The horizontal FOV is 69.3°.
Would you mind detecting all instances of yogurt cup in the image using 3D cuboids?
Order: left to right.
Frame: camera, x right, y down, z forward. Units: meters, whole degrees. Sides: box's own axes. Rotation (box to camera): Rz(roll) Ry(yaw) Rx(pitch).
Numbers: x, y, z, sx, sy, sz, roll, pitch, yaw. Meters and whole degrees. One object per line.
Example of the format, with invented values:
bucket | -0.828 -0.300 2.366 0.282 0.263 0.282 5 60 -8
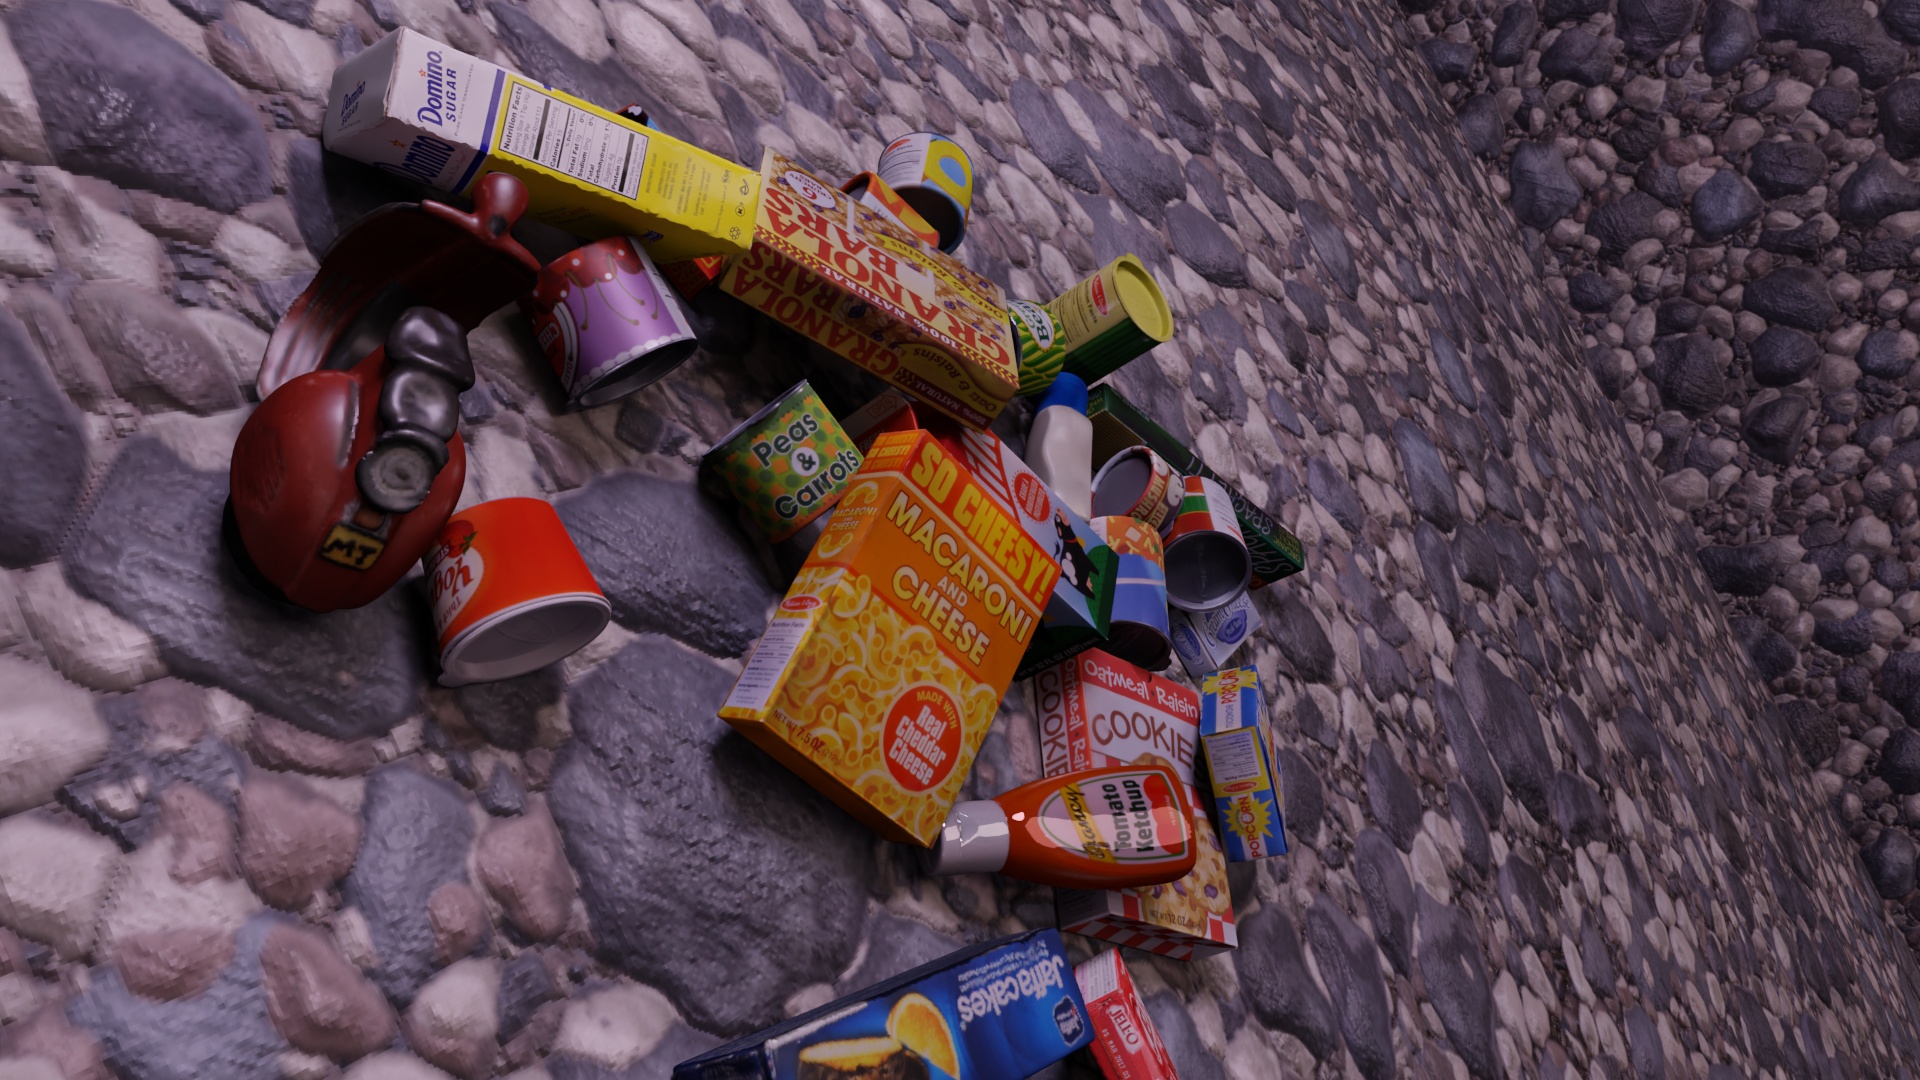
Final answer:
yogurt cup | -0.182 0.018 0.558 0.072 0.072 0.054 -3 60 -52

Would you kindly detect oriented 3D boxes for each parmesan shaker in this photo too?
parmesan shaker | 0.088 -0.146 0.973 0.071 0.102 0.071 30 45 -36

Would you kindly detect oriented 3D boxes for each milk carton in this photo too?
milk carton | 0.003 -0.010 0.798 0.190 0.072 0.074 42 38 -24

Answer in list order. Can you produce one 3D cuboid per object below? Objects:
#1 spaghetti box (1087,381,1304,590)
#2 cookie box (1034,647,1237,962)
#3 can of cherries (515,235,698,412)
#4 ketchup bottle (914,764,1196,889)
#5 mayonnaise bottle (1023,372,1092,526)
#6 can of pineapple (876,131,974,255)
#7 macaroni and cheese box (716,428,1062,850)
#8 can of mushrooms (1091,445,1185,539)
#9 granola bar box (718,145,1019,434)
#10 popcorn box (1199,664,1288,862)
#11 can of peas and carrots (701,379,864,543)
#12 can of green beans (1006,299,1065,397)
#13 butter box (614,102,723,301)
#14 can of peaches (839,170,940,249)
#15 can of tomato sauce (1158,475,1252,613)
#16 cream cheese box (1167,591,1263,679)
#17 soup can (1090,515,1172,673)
spaghetti box | 0.169 -0.035 1.042 0.250 0.050 0.029 34 45 -33
cookie box | 0.105 0.156 0.835 0.123 0.040 0.168 26 48 -39
can of cherries | -0.169 -0.102 0.657 0.058 0.071 0.072 60 35 0
ketchup bottle | 0.050 0.153 0.728 0.149 0.043 0.065 2 60 -26
mayonnaise bottle | 0.064 -0.051 0.912 0.041 0.064 0.149 18 45 -10
can of pineapple | -0.024 -0.226 0.923 0.071 0.070 0.058 37 42 -30
macaroni and cheese box | -0.029 0.047 0.685 0.123 0.040 0.167 45 60 -33
can of mushrooms | 0.121 -0.029 0.962 0.033 0.071 0.071 36 42 -30
granola bar box | -0.049 -0.139 0.767 0.165 0.039 0.125 28 29 -21
popcorn box | 0.182 0.140 0.893 0.127 0.038 0.085 -49 124 -73
can of peas and carrots | -0.087 -0.040 0.709 0.058 0.070 0.071 53 36 -11
can of green beans | 0.027 -0.126 0.915 0.058 0.071 0.071 -14 77 -54
butter box | -0.162 -0.185 0.758 0.103 0.024 0.053 51 35 -13
can of peaches | -0.057 -0.184 0.856 0.058 0.071 0.071 39 40 -27
can of tomato sauce | 0.164 0.002 0.981 0.071 0.071 0.083 45 21 -21
cream cheese box | 0.185 0.058 1.017 0.104 0.024 0.053 -29 89 -55
soup can | 0.101 0.037 0.891 0.071 0.071 0.084 33 43 -34
